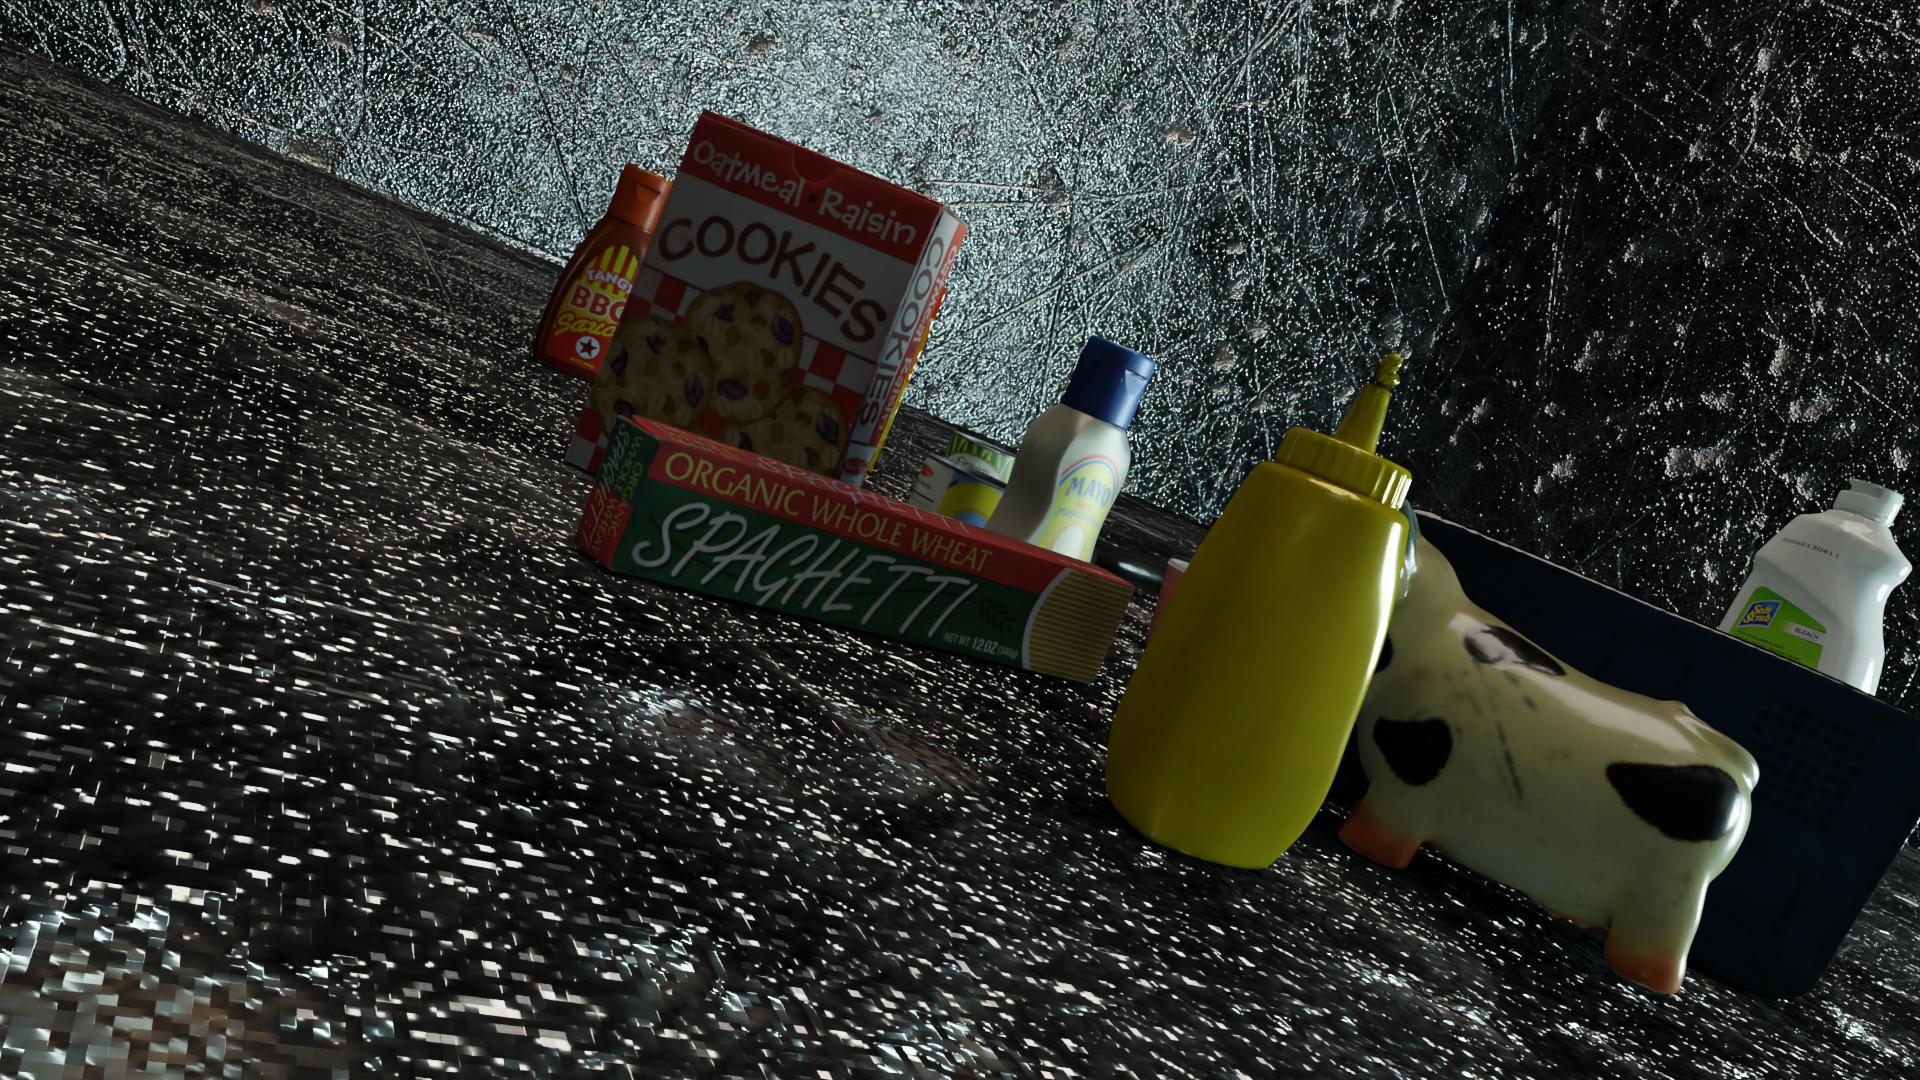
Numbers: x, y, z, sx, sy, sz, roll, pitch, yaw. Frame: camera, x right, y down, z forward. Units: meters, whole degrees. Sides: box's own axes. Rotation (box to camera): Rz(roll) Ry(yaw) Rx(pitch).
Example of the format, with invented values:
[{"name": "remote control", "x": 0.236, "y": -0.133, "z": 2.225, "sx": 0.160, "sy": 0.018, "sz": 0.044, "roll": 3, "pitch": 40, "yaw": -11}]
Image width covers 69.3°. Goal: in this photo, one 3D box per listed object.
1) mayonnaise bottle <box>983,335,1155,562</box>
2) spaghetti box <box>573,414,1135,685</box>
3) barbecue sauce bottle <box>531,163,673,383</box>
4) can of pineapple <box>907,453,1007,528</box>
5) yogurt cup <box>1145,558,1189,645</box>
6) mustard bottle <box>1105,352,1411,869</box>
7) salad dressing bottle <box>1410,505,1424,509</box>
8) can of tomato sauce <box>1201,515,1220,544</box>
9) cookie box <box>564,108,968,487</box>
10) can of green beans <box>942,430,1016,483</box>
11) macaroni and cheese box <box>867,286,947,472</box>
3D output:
[{"name": "mayonnaise bottle", "x": 0.052, "y": -0.028, "z": 0.695, "sx": 0.065, "sy": 0.148, "sz": 0.041, "roll": 18, "pitch": 8, "yaw": -42}, {"name": "spaghetti box", "x": -0.027, "y": 0.011, "z": 0.539, "sx": 0.250, "sy": 0.050, "sz": 0.029, "roll": 17, "pitch": 8, "yaw": -42}, {"name": "barbecue sauce bottle", "x": -0.241, "y": -0.184, "z": 0.959, "sx": 0.065, "sy": 0.148, "sz": 0.044, "roll": 21, "pitch": 6, "yaw": -23}, {"name": "can of pineapple", "x": 0.003, "y": -0.010, "z": 0.781, "sx": 0.071, "sy": 0.057, "sz": 0.071, "roll": 23, "pitch": 6, "yaw": -2}, {"name": "yogurt cup", "x": 0.145, "y": 0.048, "z": 0.822, "sx": 0.072, "sy": 0.054, "sz": 0.072, "roll": 23, "pitch": 6, "yaw": -2}, {"name": "mustard bottle", "x": 0.099, "y": 0.018, "z": 0.422, "sx": 0.065, "sy": 0.160, "sz": 0.049, "roll": 20, "pitch": 6, "yaw": -25}, {"name": "salad dressing bottle", "x": 0.328, "y": 0.047, "z": 1.054, "sx": 0.064, "sy": 0.147, "sz": 0.044, "roll": 23, "pitch": 6, "yaw": 3}, {"name": "can of tomato sauce", "x": 0.197, "y": 0.032, "z": 1.011, "sx": 0.071, "sy": 0.083, "sz": 0.071, "roll": 23, "pitch": 6, "yaw": -2}, {"name": "cookie box", "x": -0.086, "y": -0.087, "z": 0.609, "sx": 0.123, "sy": 0.167, "sz": 0.040, "roll": 25, "pitch": 6, "yaw": 15}, {"name": "can of green beans", "x": 0.013, "y": -0.057, "z": 1.214, "sx": 0.071, "sy": 0.057, "sz": 0.071, "roll": 23, "pitch": 6, "yaw": -2}, {"name": "macaroni and cheese box", "x": -0.099, "y": -0.155, "z": 1.139, "sx": 0.124, "sy": 0.166, "sz": 0.040, "roll": 20, "pitch": 6, "yaw": -25}]
